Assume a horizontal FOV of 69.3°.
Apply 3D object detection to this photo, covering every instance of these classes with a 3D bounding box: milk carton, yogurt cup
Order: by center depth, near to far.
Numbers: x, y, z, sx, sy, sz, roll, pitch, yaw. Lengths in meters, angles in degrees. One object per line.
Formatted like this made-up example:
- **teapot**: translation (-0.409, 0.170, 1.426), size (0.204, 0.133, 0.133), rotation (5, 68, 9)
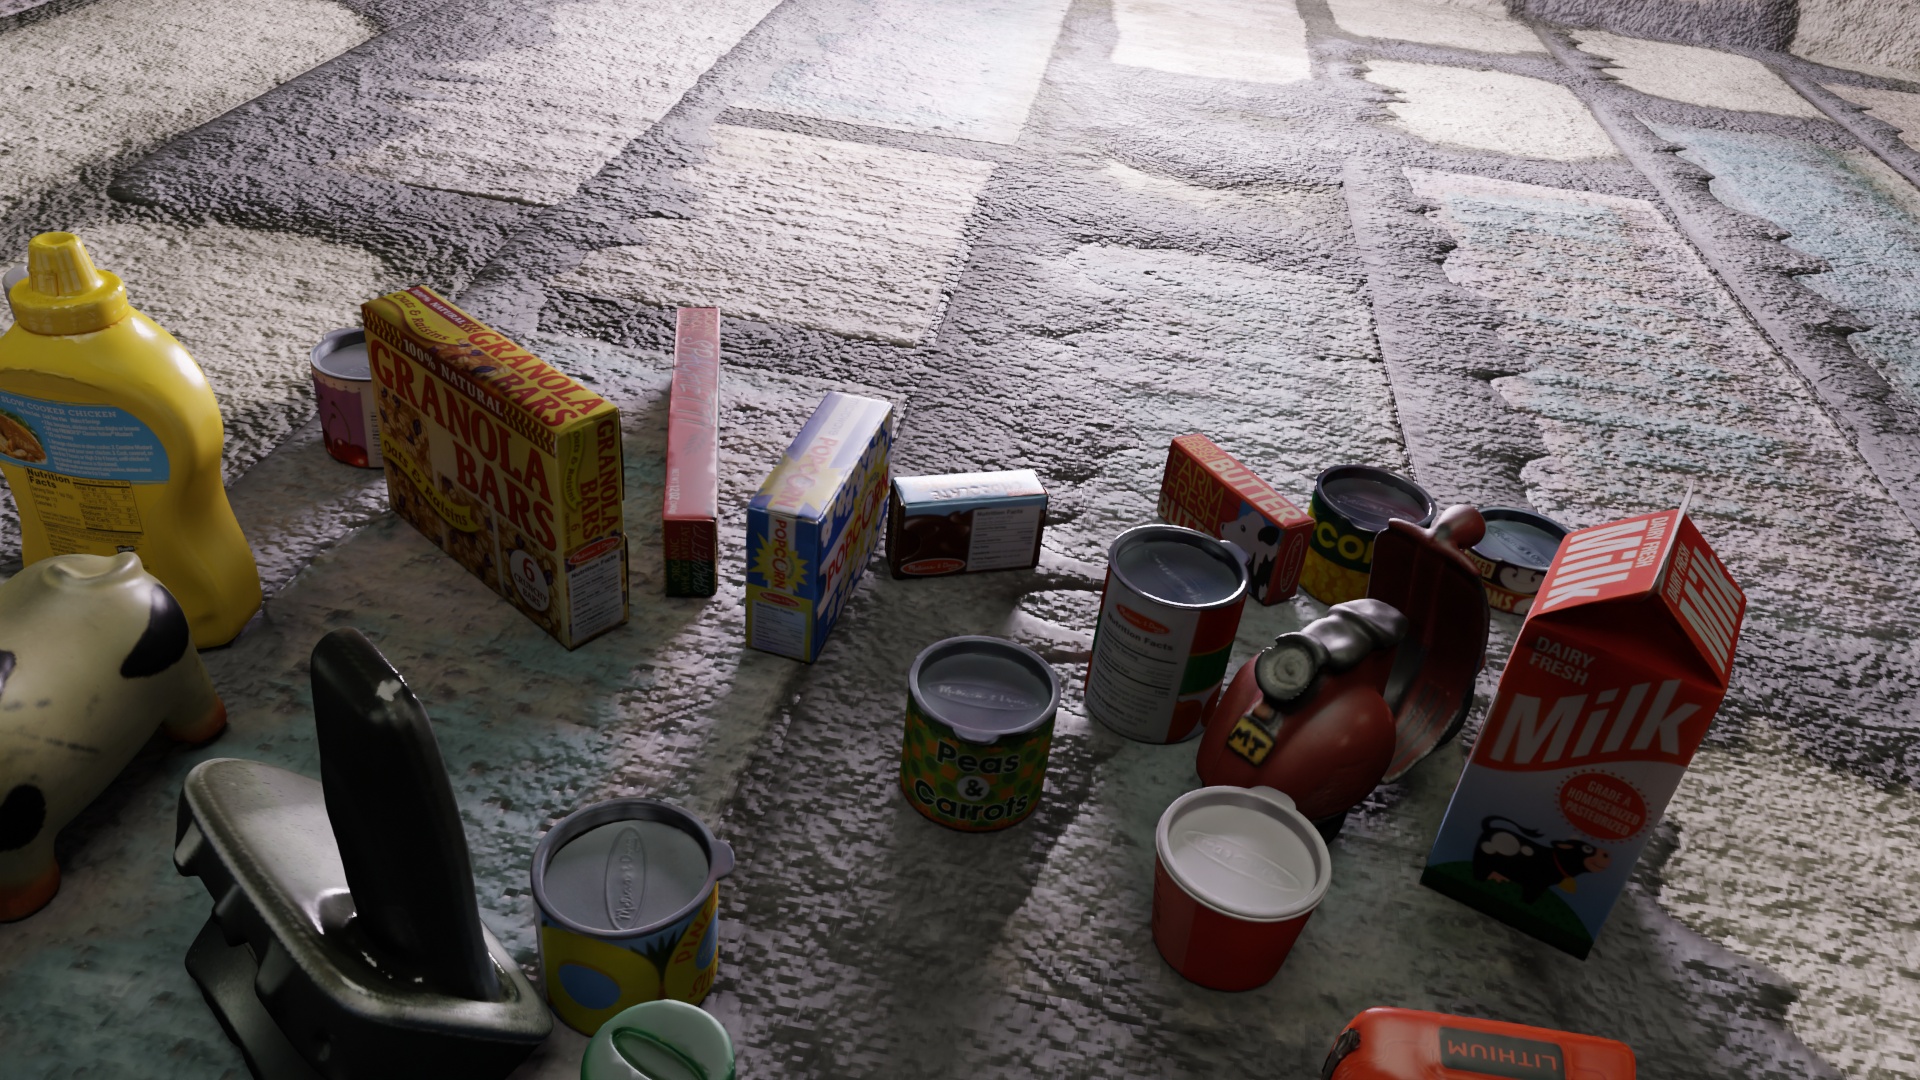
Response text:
- **yogurt cup**: translation (0.107, 0.140, 0.550), size (0.072, 0.053, 0.073), rotation (5, 34, -3)
- **milk carton**: translation (0.255, 0.069, 0.560), size (0.073, 0.189, 0.073), rotation (23, 37, 22)

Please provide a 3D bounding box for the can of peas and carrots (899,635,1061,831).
- **can of peas and carrots**: translation (0.008, 0.086, 0.608), size (0.071, 0.058, 0.071), rotation (5, 34, -3)

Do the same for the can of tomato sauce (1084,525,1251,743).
- **can of tomato sauce**: translation (0.098, 0.044, 0.664), size (0.071, 0.082, 0.071), rotation (5, 34, -3)

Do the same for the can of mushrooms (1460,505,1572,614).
- **can of mushrooms**: translation (0.316, 0.011, 0.795), size (0.071, 0.033, 0.071), rotation (5, 34, -3)

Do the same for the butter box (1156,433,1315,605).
- **butter box**: translation (0.153, -0.014, 0.786), size (0.024, 0.052, 0.104), rotation (-13, 39, -27)

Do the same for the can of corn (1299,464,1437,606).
- **can of corn**: translation (0.223, 0.000, 0.773), size (0.071, 0.058, 0.071), rotation (5, 34, -3)

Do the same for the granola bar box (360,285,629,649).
- **granola bar box**: translation (-0.231, -0.039, 0.691), size (0.166, 0.123, 0.039), rotation (30, 40, 31)

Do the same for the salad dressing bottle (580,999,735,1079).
- **salad dressing bottle**: translation (-0.079, 0.184, 0.369), size (0.064, 0.146, 0.044), rotation (23, 37, 22)

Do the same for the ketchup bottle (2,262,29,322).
- **ketchup bottle**: translation (-0.417, -0.060, 0.666), size (0.065, 0.148, 0.044), rotation (20, 36, 19)

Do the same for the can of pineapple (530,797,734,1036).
- **can of pineapple**: translation (-0.120, 0.138, 0.508), size (0.071, 0.057, 0.071), rotation (5, 34, -3)

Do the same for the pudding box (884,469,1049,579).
- **pudding box**: translation (0.003, -0.009, 0.755), size (0.084, 0.049, 0.030), rotation (-5, 36, -17)

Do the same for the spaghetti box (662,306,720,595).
- **spaghetti box**: translation (-0.153, -0.061, 0.802), size (0.029, 0.049, 0.251), rotation (0, 35, -10)

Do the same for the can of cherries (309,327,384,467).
- **can of cherries**: translation (-0.334, -0.083, 0.796), size (0.071, 0.058, 0.072), rotation (5, 34, -3)

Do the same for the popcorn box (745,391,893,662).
- **popcorn box**: translation (-0.071, -0.010, 0.712), size (0.038, 0.084, 0.127), rotation (12, 34, 8)
